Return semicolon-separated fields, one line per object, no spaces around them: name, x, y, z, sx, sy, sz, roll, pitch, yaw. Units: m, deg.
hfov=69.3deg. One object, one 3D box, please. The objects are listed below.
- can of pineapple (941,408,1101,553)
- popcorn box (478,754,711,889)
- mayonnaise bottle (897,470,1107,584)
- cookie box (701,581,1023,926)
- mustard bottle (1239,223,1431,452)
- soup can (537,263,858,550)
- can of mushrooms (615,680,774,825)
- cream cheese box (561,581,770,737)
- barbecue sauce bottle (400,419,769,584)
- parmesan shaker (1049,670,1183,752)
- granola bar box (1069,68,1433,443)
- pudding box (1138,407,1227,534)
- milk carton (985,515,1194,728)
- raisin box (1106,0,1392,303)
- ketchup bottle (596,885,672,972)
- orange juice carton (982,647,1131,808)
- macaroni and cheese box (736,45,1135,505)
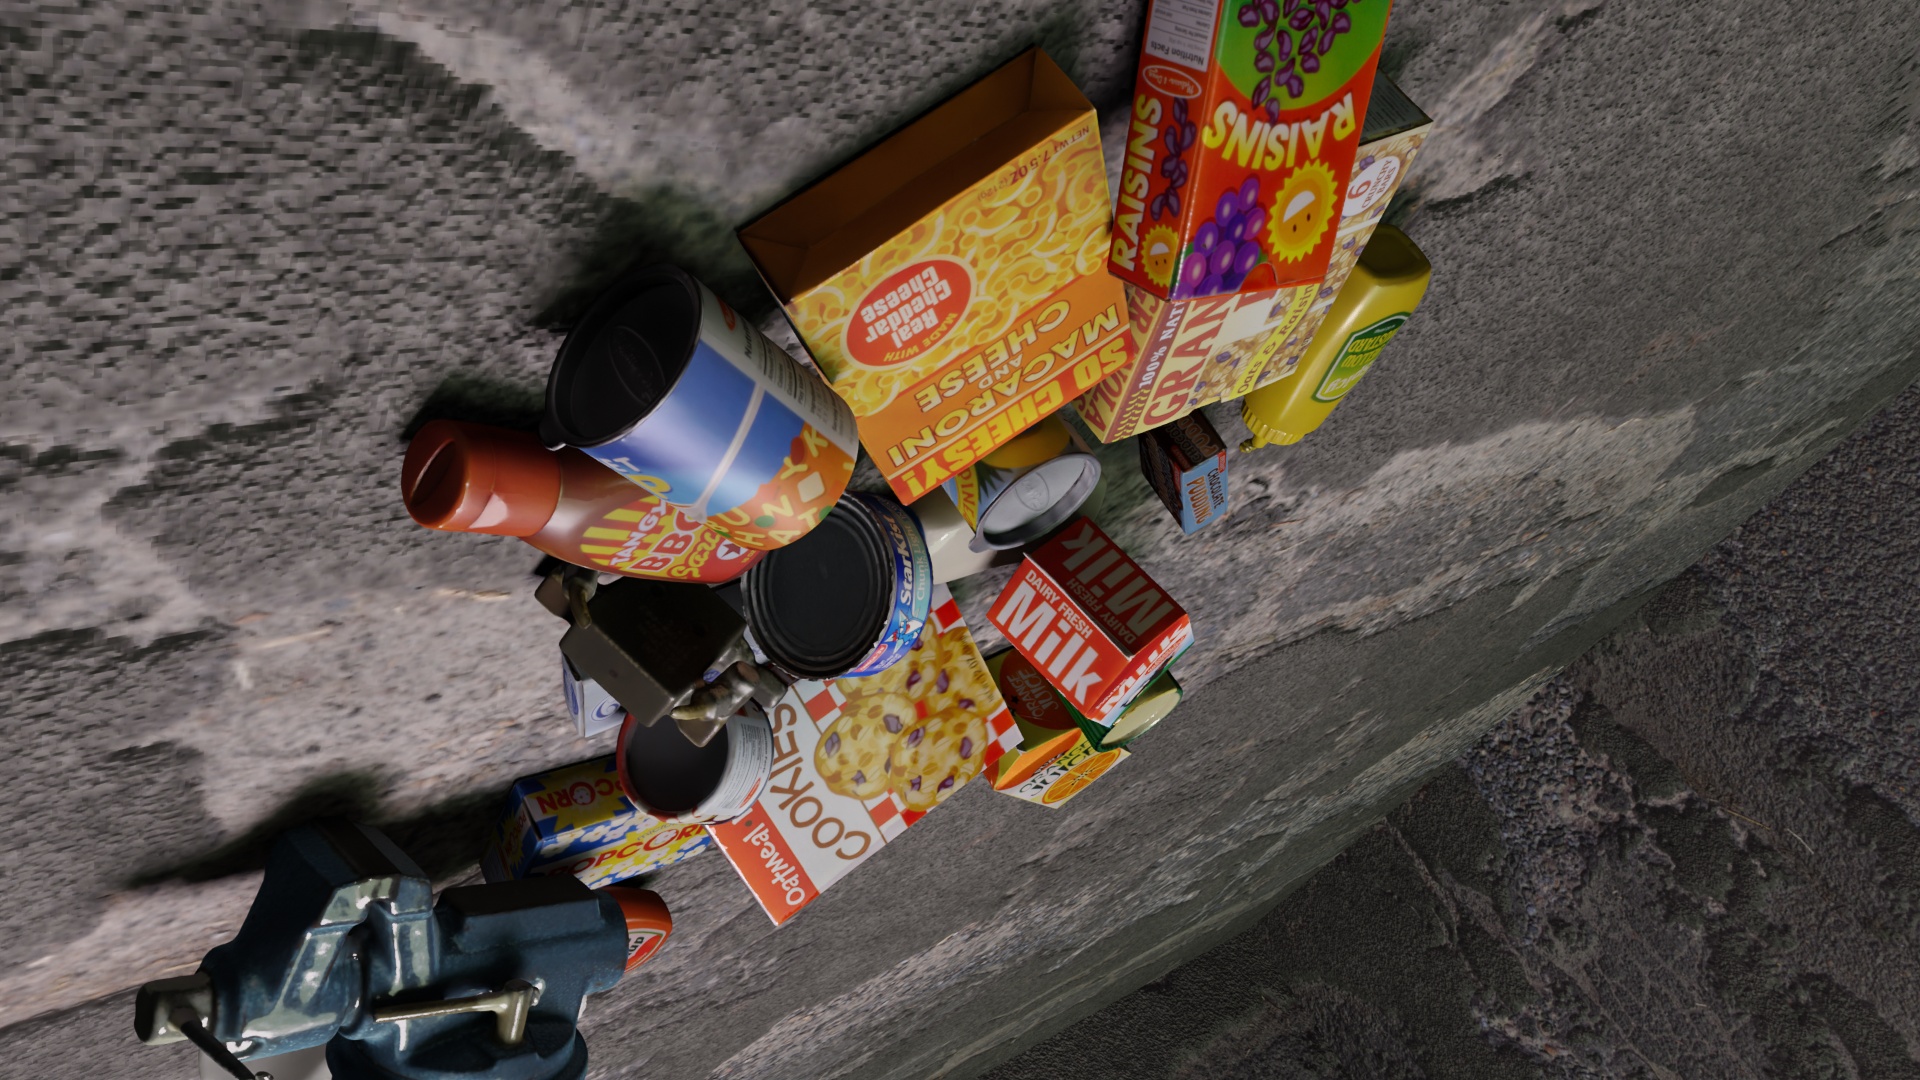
can of pineapple;0.020;-0.037;0.637;0.071;0.058;0.070;-27;154;-14
popcorn box;-0.187;0.152;0.754;0.127;0.038;0.084;-11;148;-41
mayonnaise bottle;0.002;-0.009;0.691;0.148;0.041;0.064;-14;147;-35
cookie box;-0.062;0.104;0.728;0.168;0.040;0.122;-35;124;-15
mustard bottle;0.190;-0.097;0.748;0.065;0.049;0.159;-20;152;-30
soup can;-0.086;-0.040;0.465;0.071;0.071;0.083;-39;139;12
can of mushrooms;-0.124;0.096;0.637;0.071;0.071;0.033;-39;156;11
cream cheese box;-0.134;0.054;0.654;0.104;0.024;0.053;-21;152;-27
barbecue sauce bottle;-0.129;-0.016;0.509;0.064;0.044;0.149;-48;152;21
parmesan shaker;0.080;0.072;0.857;0.071;0.103;0.071;-27;155;-14
granola bar box;0.126;-0.124;0.632;0.124;0.039;0.164;-22;153;-25
pudding box;0.123;-0.043;0.763;0.030;0.050;0.083;-31;156;-3
milk carton;0.070;0.045;0.724;0.073;0.072;0.190;-45;165;0
raisin box;0.104;-0.152;0.496;0.086;0.040;0.122;-15;125;-34
ketchup bottle;-0.236;0.235;0.839;0.064;0.043;0.148;-38;155;4
orange juice carton;0.050;0.129;0.964;0.073;0.072;0.192;-38;156;7
macaroni and cheese box;0.001;-0.092;0.535;0.124;0.040;0.166;-33;155;-3
